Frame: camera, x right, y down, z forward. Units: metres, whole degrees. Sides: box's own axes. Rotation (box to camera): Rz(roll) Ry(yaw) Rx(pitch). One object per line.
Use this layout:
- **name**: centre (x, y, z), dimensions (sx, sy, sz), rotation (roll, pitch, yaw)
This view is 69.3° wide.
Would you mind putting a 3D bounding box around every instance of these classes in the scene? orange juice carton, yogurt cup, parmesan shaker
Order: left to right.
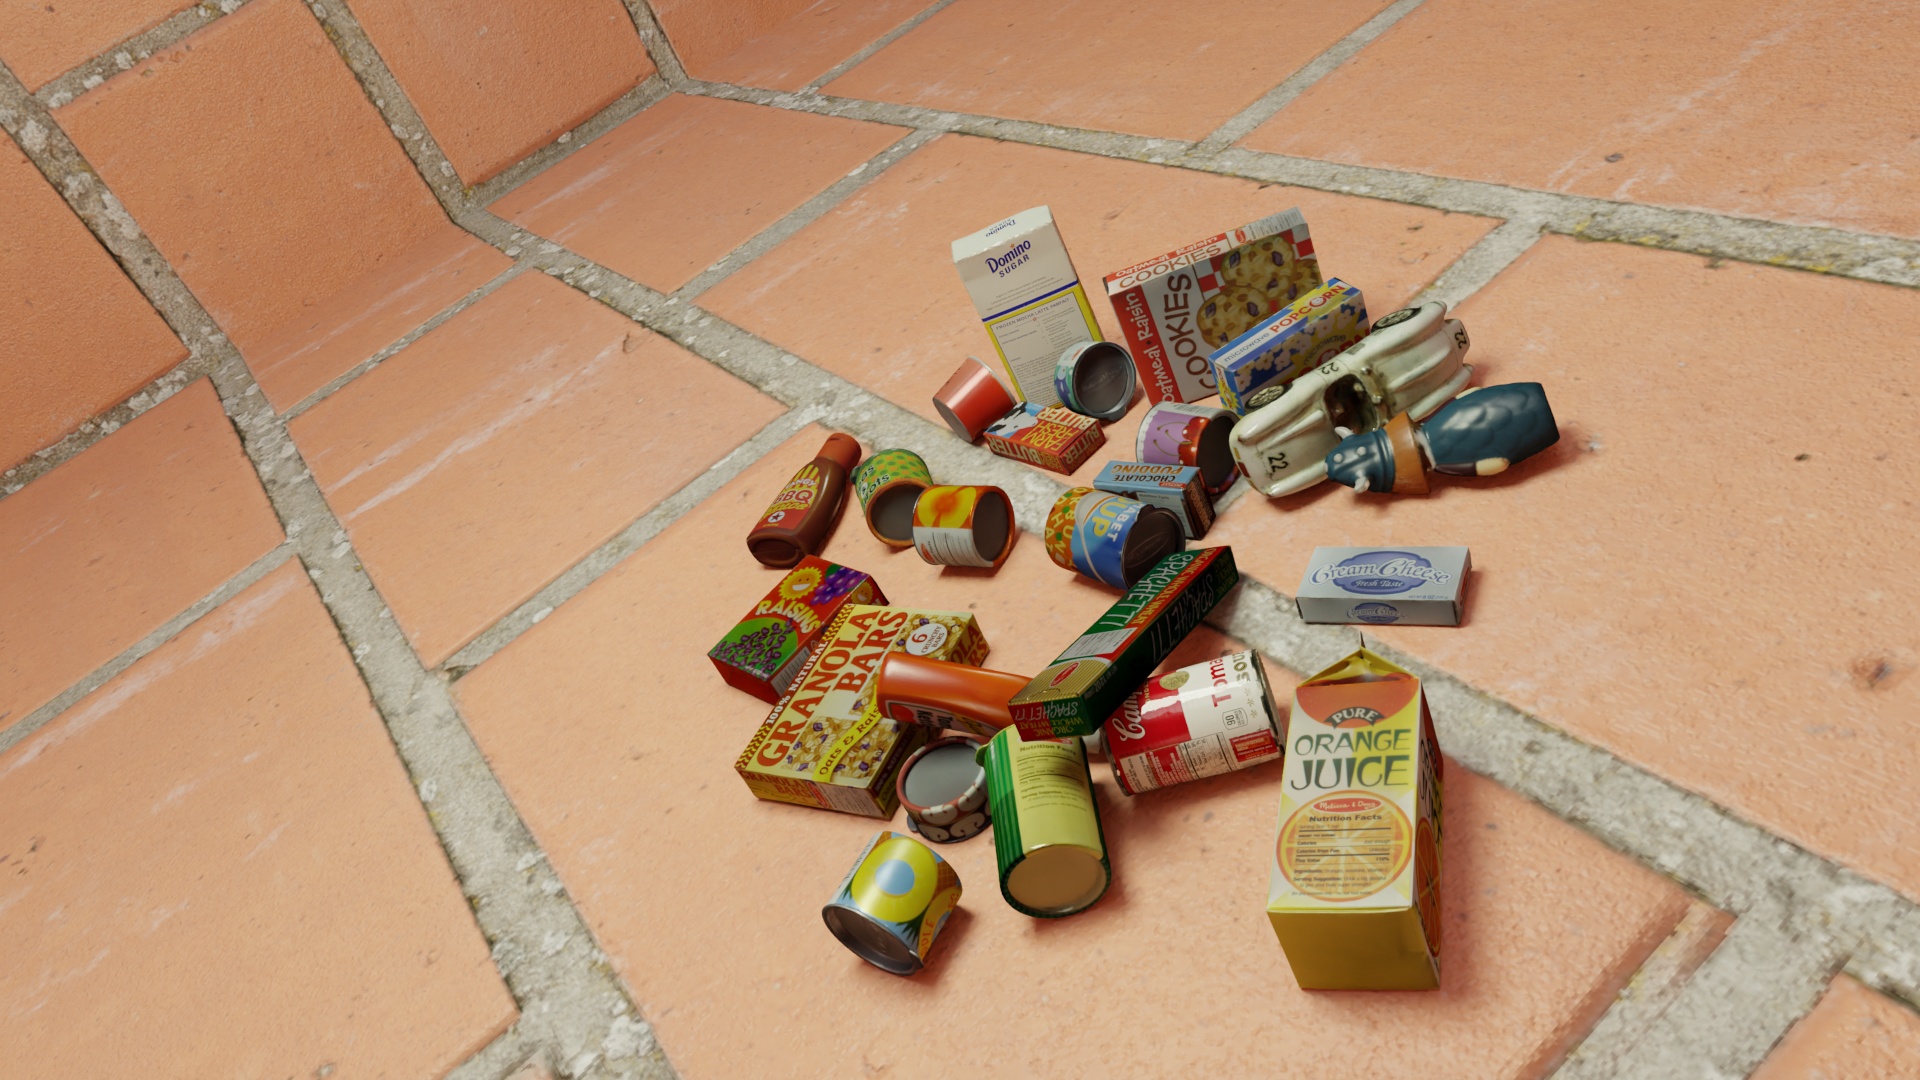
- **yogurt cup**: centre (0.011, -0.126, 1.266), dimensions (0.054, 0.072, 0.072), rotation (-42, 35, -8)
- **parmesan shaker**: centre (0.048, 0.167, 0.837), dimensions (0.071, 0.071, 0.103), rotation (-21, 34, 10)
- **orange juice carton**: centre (0.219, 0.140, 0.754), dimensions (0.073, 0.071, 0.194), rotation (-8, 38, 26)

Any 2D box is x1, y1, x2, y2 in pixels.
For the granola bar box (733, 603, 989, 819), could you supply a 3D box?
- **granola bar box**: centre (-0.069, 0.120, 1.007), dimensions (0.124, 0.039, 0.166), rotation (2, 43, 34)

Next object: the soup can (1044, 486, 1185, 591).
- **soup can**: centre (0.112, -0.003, 1.020), dimensions (0.071, 0.071, 0.084), rotation (-43, 36, -23)

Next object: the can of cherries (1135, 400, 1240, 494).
- **can of cherries**: centre (0.178, -0.070, 1.075), dimensions (0.058, 0.071, 0.072), rotation (14, 50, 44)

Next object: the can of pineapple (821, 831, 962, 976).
- **can of pineapple**: centre (-0.039, 0.217, 0.831), dimensions (0.071, 0.070, 0.058), rotation (4, 44, 38)

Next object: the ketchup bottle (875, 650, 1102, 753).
- **ketchup bottle**: centre (0.022, 0.108, 0.914), dimensions (0.149, 0.064, 0.044), rotation (9, 70, 11)

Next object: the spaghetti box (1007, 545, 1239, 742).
- **spaghetti box**: centre (0.113, 0.060, 0.890), dimensions (0.050, 0.028, 0.251), rotation (-11, 14, 35)

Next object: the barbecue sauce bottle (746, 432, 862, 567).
- **barbecue sauce bottle**: centre (-0.135, -0.039, 1.264), dimensions (0.065, 0.043, 0.149), rotation (-4, 39, 32)

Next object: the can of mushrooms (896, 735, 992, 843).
- **can of mushrooms**: centre (-0.009, 0.163, 0.912), dimensions (0.071, 0.033, 0.071), rotation (-17, 35, 13)

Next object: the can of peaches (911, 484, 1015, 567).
- **can of peaches**: centre (0.004, -0.014, 1.113), dimensions (0.058, 0.071, 0.071), rotation (2, 43, 36)

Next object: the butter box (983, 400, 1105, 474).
- **butter box**: centre (0.073, -0.091, 1.209), dimensions (0.053, 0.024, 0.103), rotation (-41, 36, -22)

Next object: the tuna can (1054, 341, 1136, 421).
- **tuna can**: centre (0.118, -0.138, 1.206), dimensions (0.071, 0.071, 0.033), rotation (-38, 24, -16)

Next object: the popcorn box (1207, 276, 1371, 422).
- **popcorn box**: centre (0.262, -0.136, 1.086), dimensions (0.127, 0.085, 0.038), rotation (-32, 35, -9)

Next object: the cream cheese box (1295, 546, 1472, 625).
- **cream cheese box**: centre (0.277, 0.029, 0.908), dimensions (0.104, 0.024, 0.054), rotation (-1, 40, 33)

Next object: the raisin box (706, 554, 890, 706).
- **raisin box**: centre (-0.129, 0.072, 1.113), dimensions (0.086, 0.040, 0.124), rotation (14, 52, 46)

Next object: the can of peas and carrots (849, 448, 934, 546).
- **can of peas and carrots**: centre (-0.055, -0.037, 1.183), dimensions (0.071, 0.070, 0.059), rotation (-26, 34, 1)

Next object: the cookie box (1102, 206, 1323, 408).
- **cookie box**: centre (0.218, -0.189, 1.154), dimensions (0.167, 0.122, 0.040), rotation (-18, 33, 13)

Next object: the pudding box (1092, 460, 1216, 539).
- **pudding box**: centre (0.147, -0.032, 1.056), dimensions (0.083, 0.049, 0.030), rotation (7, 45, 40)
